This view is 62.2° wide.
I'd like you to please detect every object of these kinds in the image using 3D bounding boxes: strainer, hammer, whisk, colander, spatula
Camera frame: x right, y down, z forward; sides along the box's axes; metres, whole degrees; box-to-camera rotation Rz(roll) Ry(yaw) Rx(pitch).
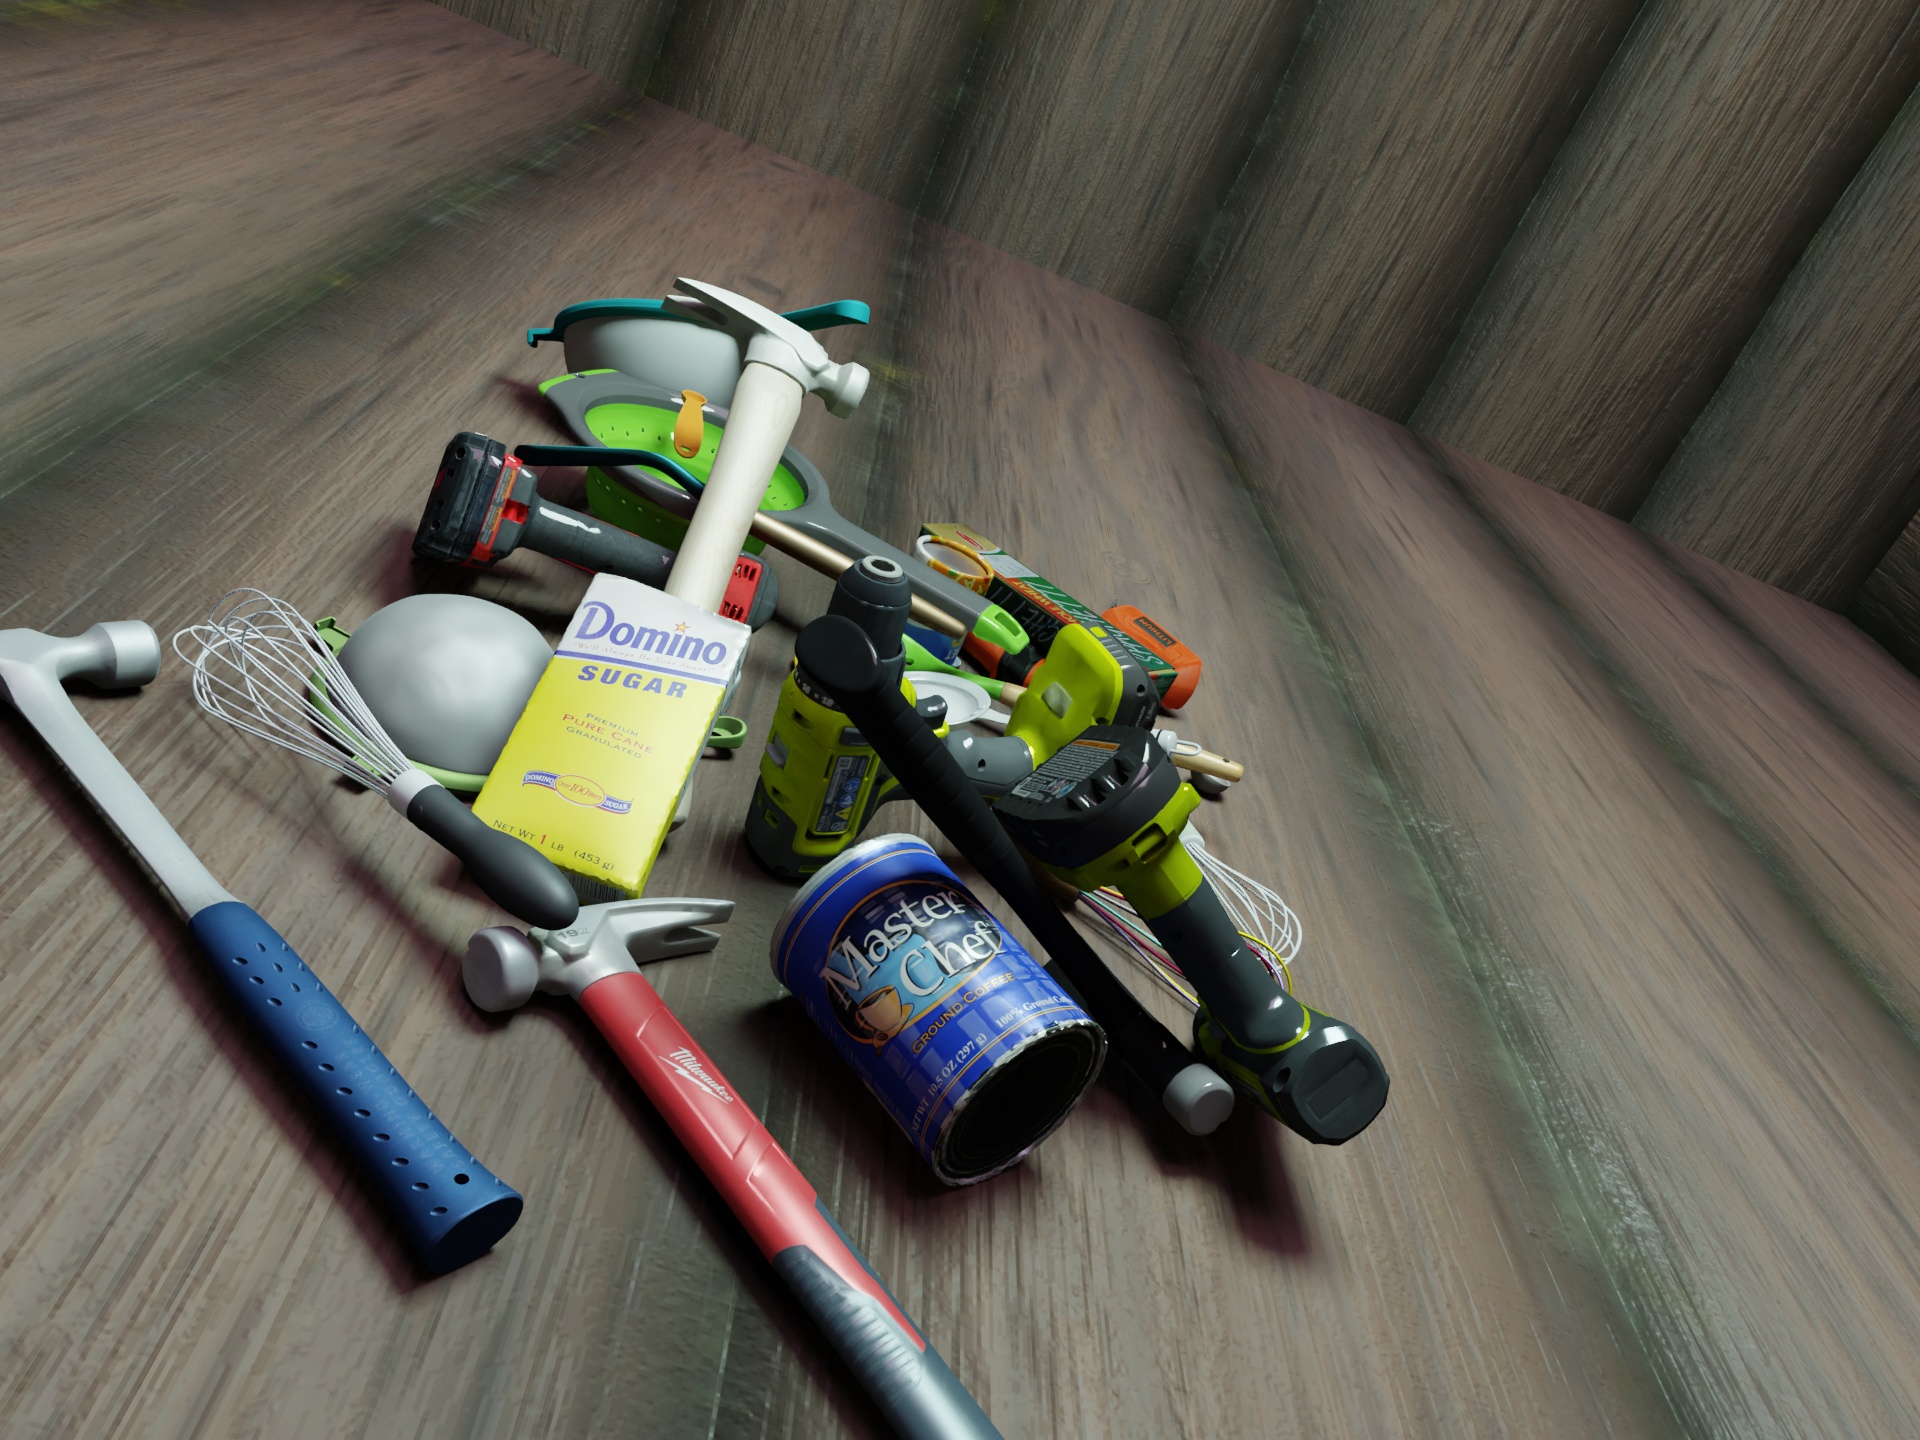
[{"bbox_3d":[-0.234,-0.022,0.914,0.256,0.069,0.152,6,32,-33],"label":"strainer"},{"bbox_3d":[0.038,0.003,1.073,0.258,0.050,0.087,9,26,25],"label":"strainer"},{"bbox_3d":[-0.161,-0.107,0.972,0.146,0.038,0.411,25,51,-19],"label":"hammer"},{"bbox_3d":[-0.284,0.021,0.769,0.285,0.070,0.070,33,26,24],"label":"whisk"},{"bbox_3d":[-0.058,0.210,0.669,0.143,0.038,0.387,-3,37,-48],"label":"hammer"},{"bbox_3d":[0.021,0.073,0.786,0.334,0.035,0.146,53,-7,-34],"label":"hammer"},{"bbox_3d":[-0.193,-0.273,1.287,0.210,0.095,0.340,8,-3,-44],"label":"strainer"},{"bbox_3d":[0.097,0.113,0.992,0.245,0.047,0.051,30,27,18],"label":"whisk"},{"bbox_3d":[-0.327,0.079,0.676,0.406,0.035,0.144,39,28,26],"label":"hammer"},{"bbox_3d":[0.159,0.093,1.087,0.057,0.059,0.247,62,-3,-36],"label":"whisk"},{"bbox_3d":[-0.138,-0.124,1.169,0.397,0.094,0.204,30,26,9],"label":"colander"},{"bbox_3d":[-0.139,-0.121,1.058,0.317,0.044,0.082,27,-7,-14],"label":"spatula"}]

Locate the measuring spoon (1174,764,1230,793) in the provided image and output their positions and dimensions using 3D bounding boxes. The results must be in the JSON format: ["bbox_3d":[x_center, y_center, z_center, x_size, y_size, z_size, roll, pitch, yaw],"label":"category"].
[{"bbox_3d":[0.157,0.035,1.203,0.124,0.018,0.034,19,23,-38],"label":"measuring spoon"}]

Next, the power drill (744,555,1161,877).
[{"bbox_3d":[-0.001,-0.003,0.924,0.228,0.190,0.080,0,34,-33],"label":"power drill"}]

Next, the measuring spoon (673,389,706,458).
[{"bbox_3d":[-0.199,-0.215,1.166,0.021,0.011,0.117,19,30,-17],"label":"measuring spoon"}]

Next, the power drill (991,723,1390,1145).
[{"bbox_3d":[0.118,0.113,0.850,0.223,0.080,0.171,53,-9,-8],"label":"power drill"}]

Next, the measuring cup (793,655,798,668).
[{"bbox_3d":[-0.086,-0.012,1.076,0.062,0.029,0.157,11,31,-28],"label":"measuring cup"}]

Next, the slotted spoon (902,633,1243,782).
[{"bbox_3d":[0.054,-0.011,1.157,0.314,0.031,0.070,19,30,7],"label":"slotted spoon"}]

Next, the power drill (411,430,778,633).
[{"bbox_3d":[-0.238,-0.110,1.046,0.219,0.078,0.143,19,-4,-22],"label":"power drill"}]
